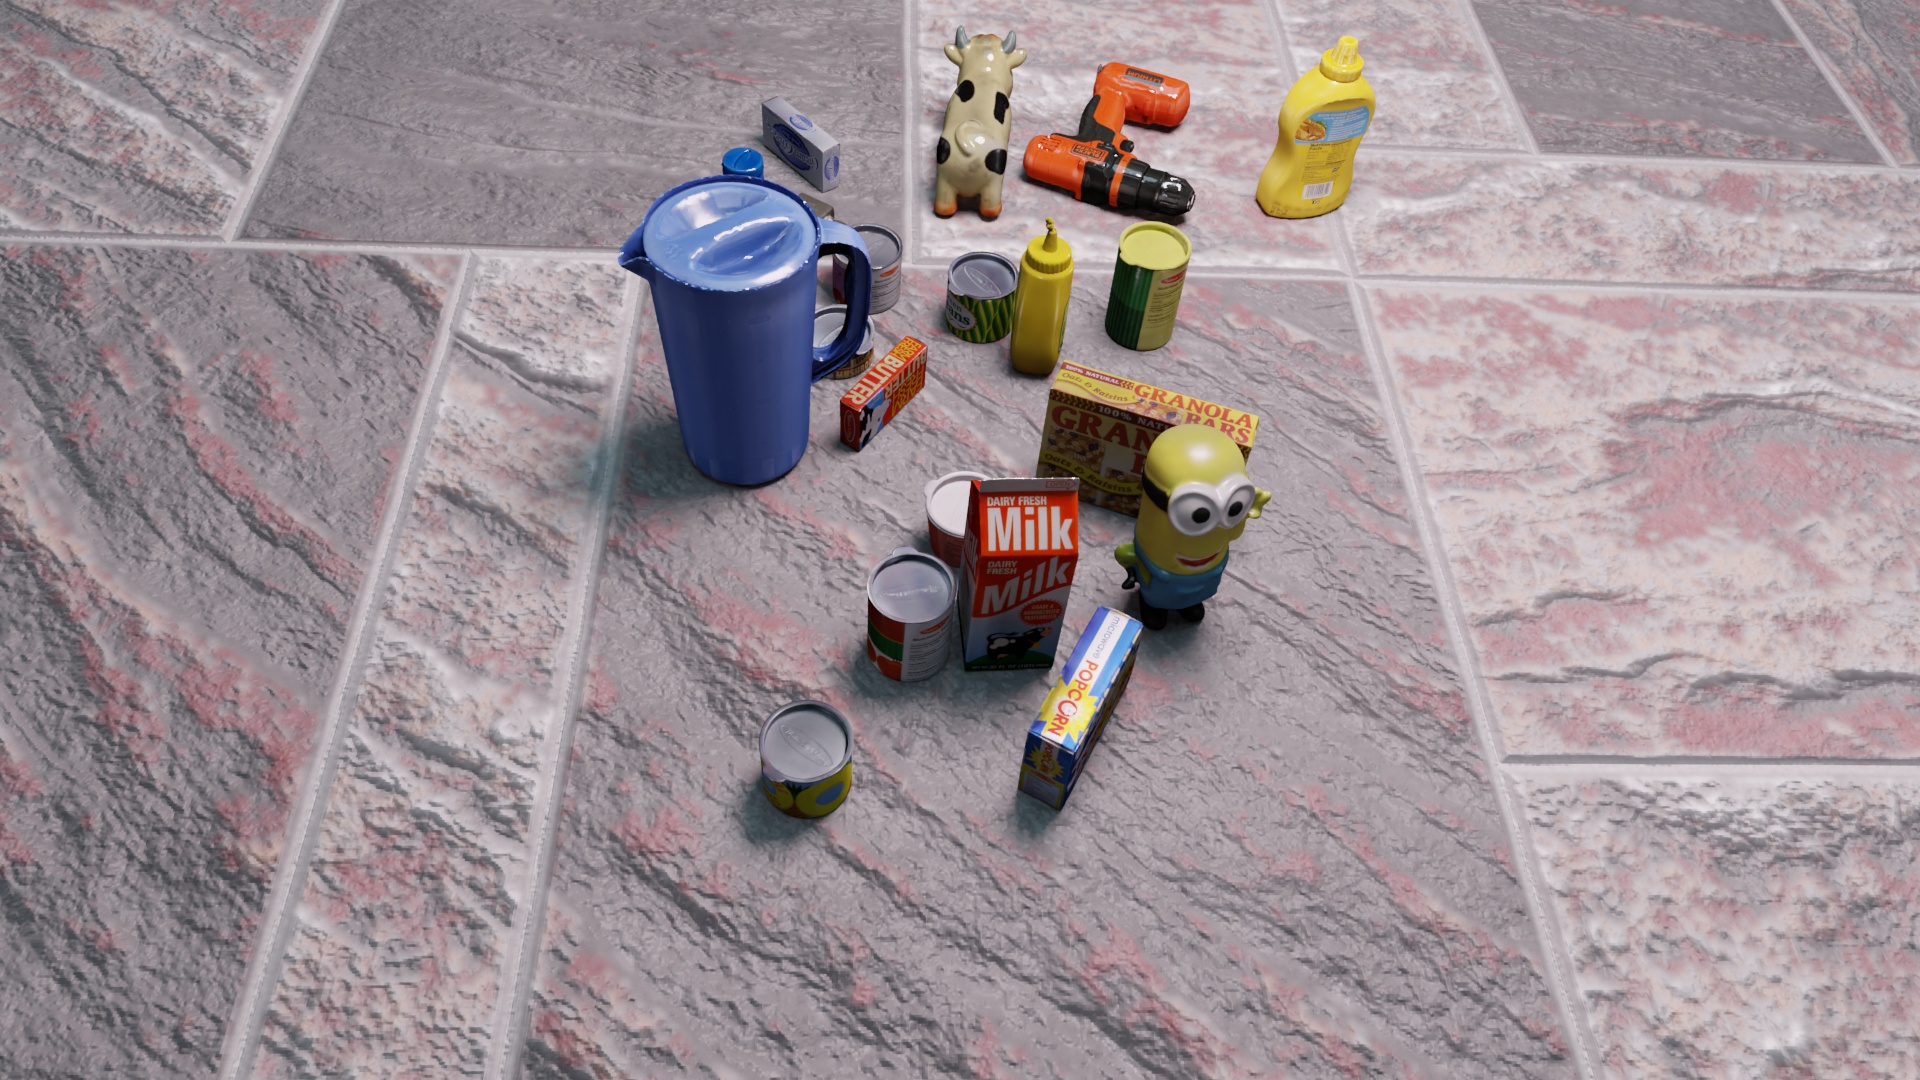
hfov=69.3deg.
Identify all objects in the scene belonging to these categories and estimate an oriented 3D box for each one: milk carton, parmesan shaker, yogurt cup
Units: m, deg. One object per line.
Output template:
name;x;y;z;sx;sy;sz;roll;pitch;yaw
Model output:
milk carton;0.041;0.015;1.027;0.072;0.189;0.074;-2;52;-6
parmesan shaker;0.170;-0.234;1.290;0.071;0.102;0.072;2;52;-3
yogurt cup;0.004;-0.014;1.134;0.072;0.053;0.073;2;52;-3

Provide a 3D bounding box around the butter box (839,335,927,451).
butter box;-0.067;-0.130;1.220;0.024;0.052;0.104;29;55;17

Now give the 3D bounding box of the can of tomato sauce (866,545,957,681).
can of tomato sauce;-0.039;0.057;1.056;0.071;0.082;0.071;2;52;-3

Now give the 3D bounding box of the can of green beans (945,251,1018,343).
can of green beans;0.019;-0.227;1.301;0.071;0.057;0.071;2;52;-3

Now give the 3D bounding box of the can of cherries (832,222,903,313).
can of cherries;-0.090;-0.259;1.316;0.071;0.058;0.072;2;52;-3

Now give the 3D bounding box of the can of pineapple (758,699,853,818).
can of pineapple;-0.111;0.157;0.987;0.071;0.057;0.071;2;52;-3

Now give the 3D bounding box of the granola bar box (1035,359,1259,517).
granola bar box;0.151;-0.073;1.148;0.166;0.123;0.039;18;53;9

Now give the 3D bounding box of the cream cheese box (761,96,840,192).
cream cheese box;-0.164;-0.408;1.431;0.024;0.053;0.104;-34;61;-27

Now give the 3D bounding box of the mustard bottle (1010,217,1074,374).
mustard bottle;0.074;-0.220;1.235;0.049;0.159;0.065;8;52;2

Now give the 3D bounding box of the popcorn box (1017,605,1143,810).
popcorn box;0.088;0.121;1.014;0.038;0.084;0.127;24;54;14

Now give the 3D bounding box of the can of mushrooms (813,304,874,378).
can of mushrooms;-0.110;-0.180;1.268;0.071;0.033;0.071;2;52;-3

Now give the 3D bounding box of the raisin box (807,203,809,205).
raisin box;-0.173;-0.240;1.254;0.040;0.122;0.086;28;55;16

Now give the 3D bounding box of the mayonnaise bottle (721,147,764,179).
mayonnaise bottle;-0.195;-0.289;1.275;0.041;0.147;0.065;21;53;12
